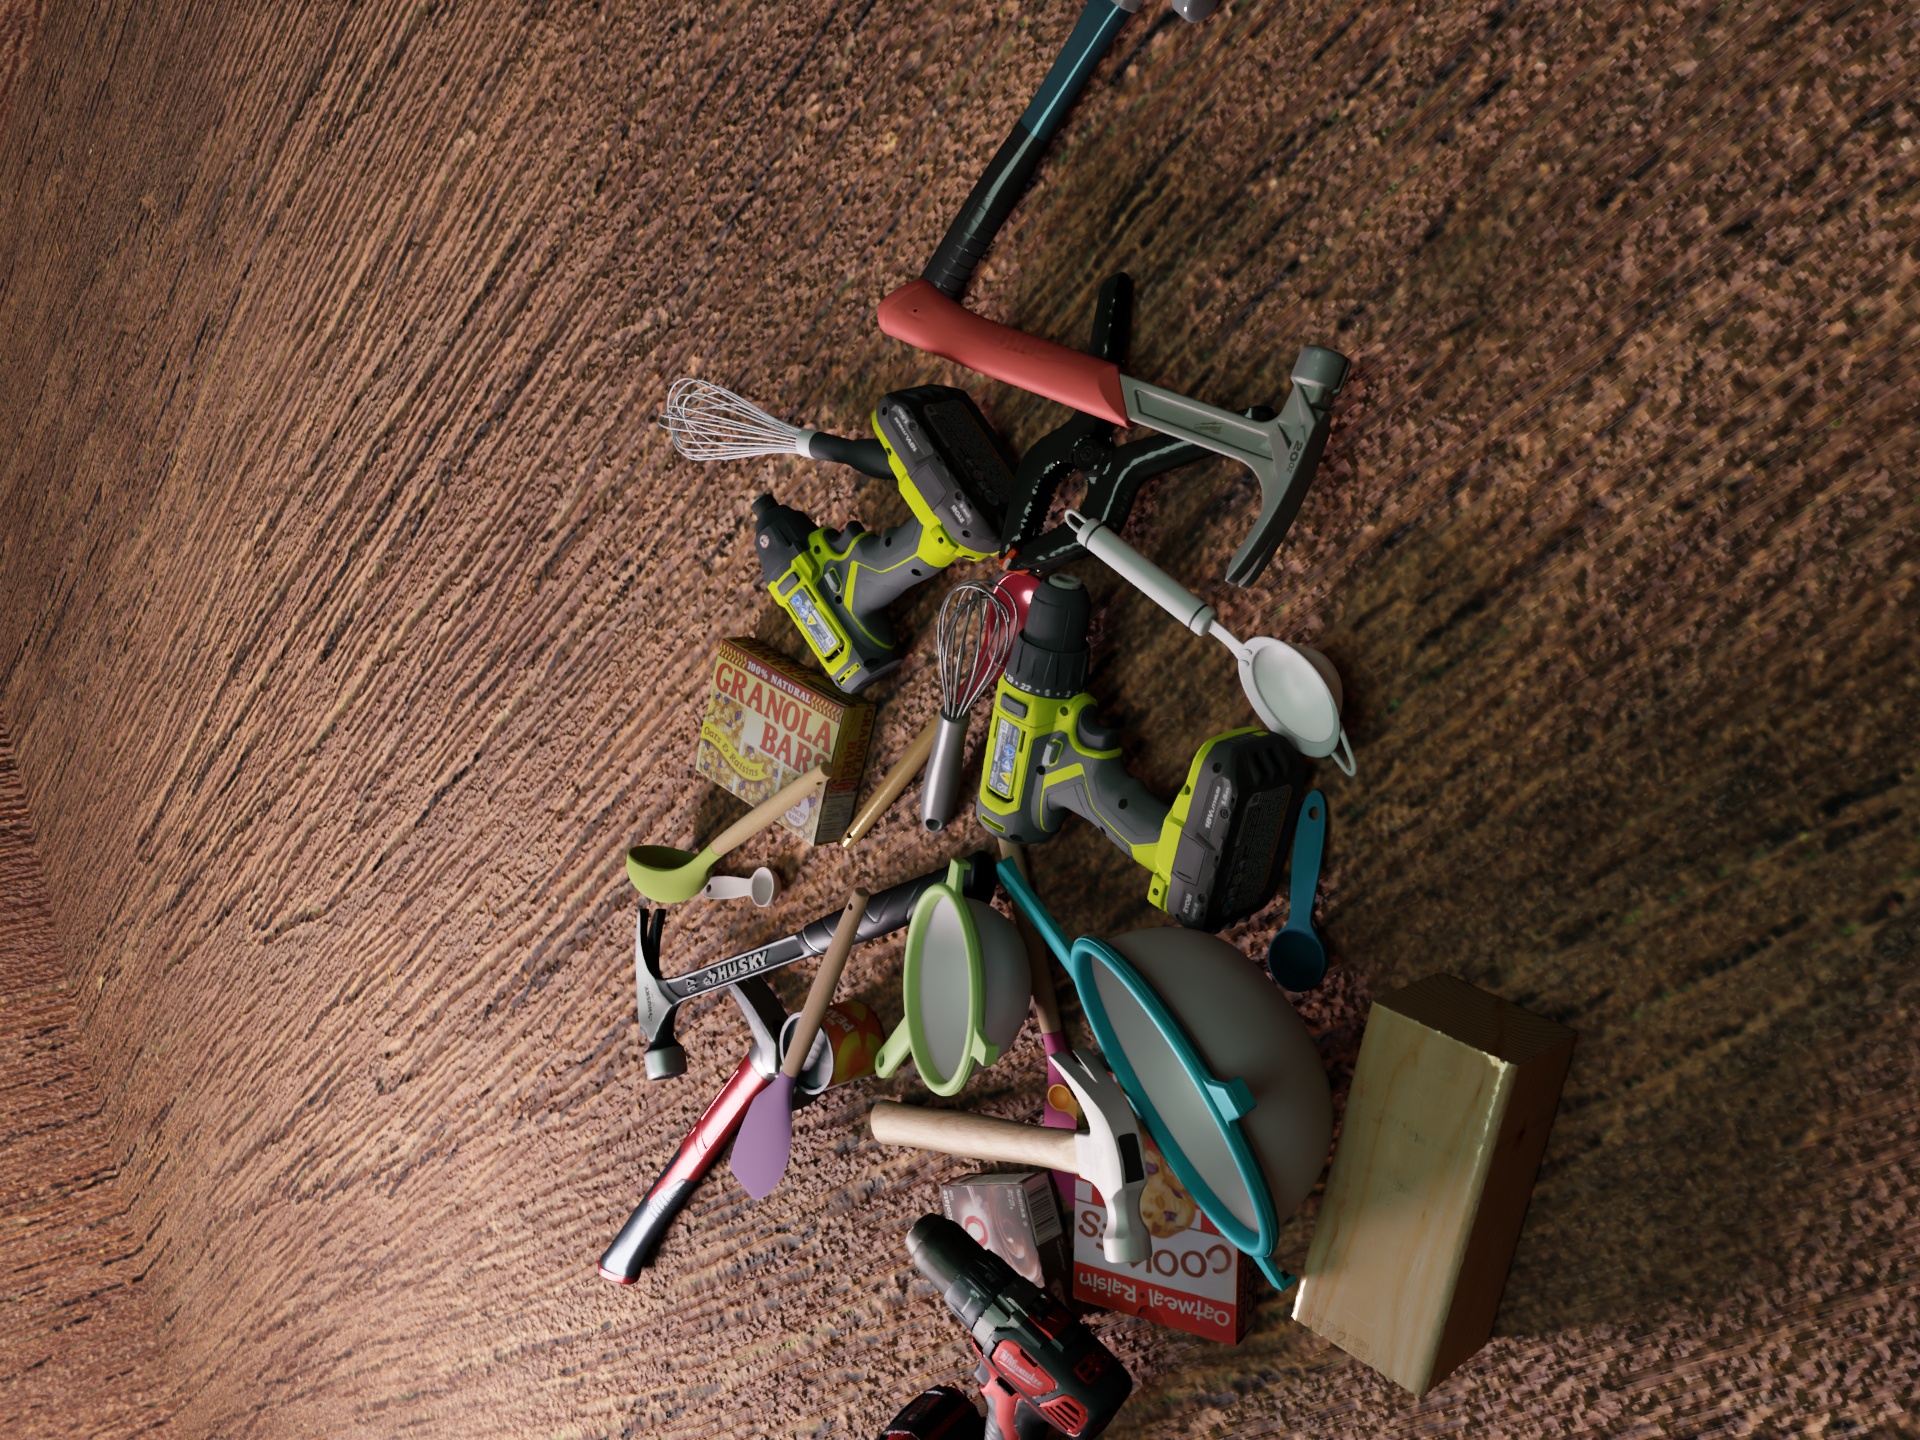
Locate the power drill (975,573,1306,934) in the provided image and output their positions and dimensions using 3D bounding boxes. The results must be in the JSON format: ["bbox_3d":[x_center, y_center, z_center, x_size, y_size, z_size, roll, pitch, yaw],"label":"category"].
[{"bbox_3d":[0.110,0.022,1.058,0.229,0.080,0.190,30,120,39],"label":"power drill"}]

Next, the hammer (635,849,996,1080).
[{"bbox_3d":[-0.132,0.180,1.306,0.409,0.036,0.149,-24,71,35],"label":"hammer"}]

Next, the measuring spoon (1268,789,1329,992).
[{"bbox_3d":[0.223,0.108,1.011,0.042,0.021,0.128,6,88,46],"label":"measuring spoon"}]

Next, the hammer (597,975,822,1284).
[{"bbox_3d":[-0.253,0.390,1.464,0.143,0.038,0.386,54,126,27],"label":"hammer"}]

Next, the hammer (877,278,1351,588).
[{"bbox_3d":[0.076,-0.215,1.049,0.359,0.036,0.149,29,100,35],"label":"hammer"}]

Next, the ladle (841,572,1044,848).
[{"bbox_3d":[-0.013,0.002,1.215,0.069,0.031,0.315,54,128,20],"label":"ladle"}]

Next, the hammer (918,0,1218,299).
[{"bbox_3d":[0.045,-0.403,1.122,0.128,0.033,0.331,54,126,25],"label":"hammer"}]

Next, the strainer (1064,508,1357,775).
[{"bbox_3d":[0.162,-0.061,1.009,0.259,0.050,0.086,41,155,21],"label":"strainer"}]

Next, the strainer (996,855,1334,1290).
[{"bbox_3d":[0.132,0.172,1.001,0.341,0.095,0.210,51,164,50],"label":"strainer"}]

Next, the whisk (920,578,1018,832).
[{"bbox_3d":[-0.001,-0.004,1.160,0.055,0.055,0.238,44,140,32],"label":"whisk"}]

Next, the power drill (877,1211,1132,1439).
[{"bbox_3d":[0.010,0.481,1.159,0.188,0.080,0.226,38,126,22],"label":"power drill"}]

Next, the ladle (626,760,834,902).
[{"bbox_3d":[-0.191,0.086,1.327,0.320,0.078,0.062,-34,56,48],"label":"ladle"}]

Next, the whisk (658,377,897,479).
[{"bbox_3d":[-0.145,-0.233,1.302,0.285,0.070,0.070,18,106,36],"label":"whisk"}]

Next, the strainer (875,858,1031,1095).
[{"bbox_3d":[-0.003,0.219,1.193,0.256,0.069,0.152,120,146,-55],"label":"strainer"}]

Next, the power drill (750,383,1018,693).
[{"bbox_3d":[-0.063,-0.145,1.199,0.223,0.080,0.171,-38,82,39],"label":"power drill"}]

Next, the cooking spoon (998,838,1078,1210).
[{"bbox_3d":[0.061,0.202,1.166,0.069,0.017,0.319,-18,82,42],"label":"cooking spoon"}]

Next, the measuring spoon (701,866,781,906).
[{"bbox_3d":[-0.194,0.148,1.408,0.124,0.018,0.034,-8,78,50],"label":"measuring spoon"}]

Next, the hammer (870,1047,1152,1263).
[{"bbox_3d":[0.024,0.299,1.147,0.331,0.031,0.130,-14,80,57],"label":"hammer"}]

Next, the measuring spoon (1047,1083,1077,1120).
[{"bbox_3d":[0.111,0.293,1.122,0.117,0.011,0.021,32,108,23],"label":"measuring spoon"}]

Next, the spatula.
[{"bbox_3d":[-0.126,0.261,1.266,0.060,0.018,0.315,40,121,33],"label":"spatula"}]
